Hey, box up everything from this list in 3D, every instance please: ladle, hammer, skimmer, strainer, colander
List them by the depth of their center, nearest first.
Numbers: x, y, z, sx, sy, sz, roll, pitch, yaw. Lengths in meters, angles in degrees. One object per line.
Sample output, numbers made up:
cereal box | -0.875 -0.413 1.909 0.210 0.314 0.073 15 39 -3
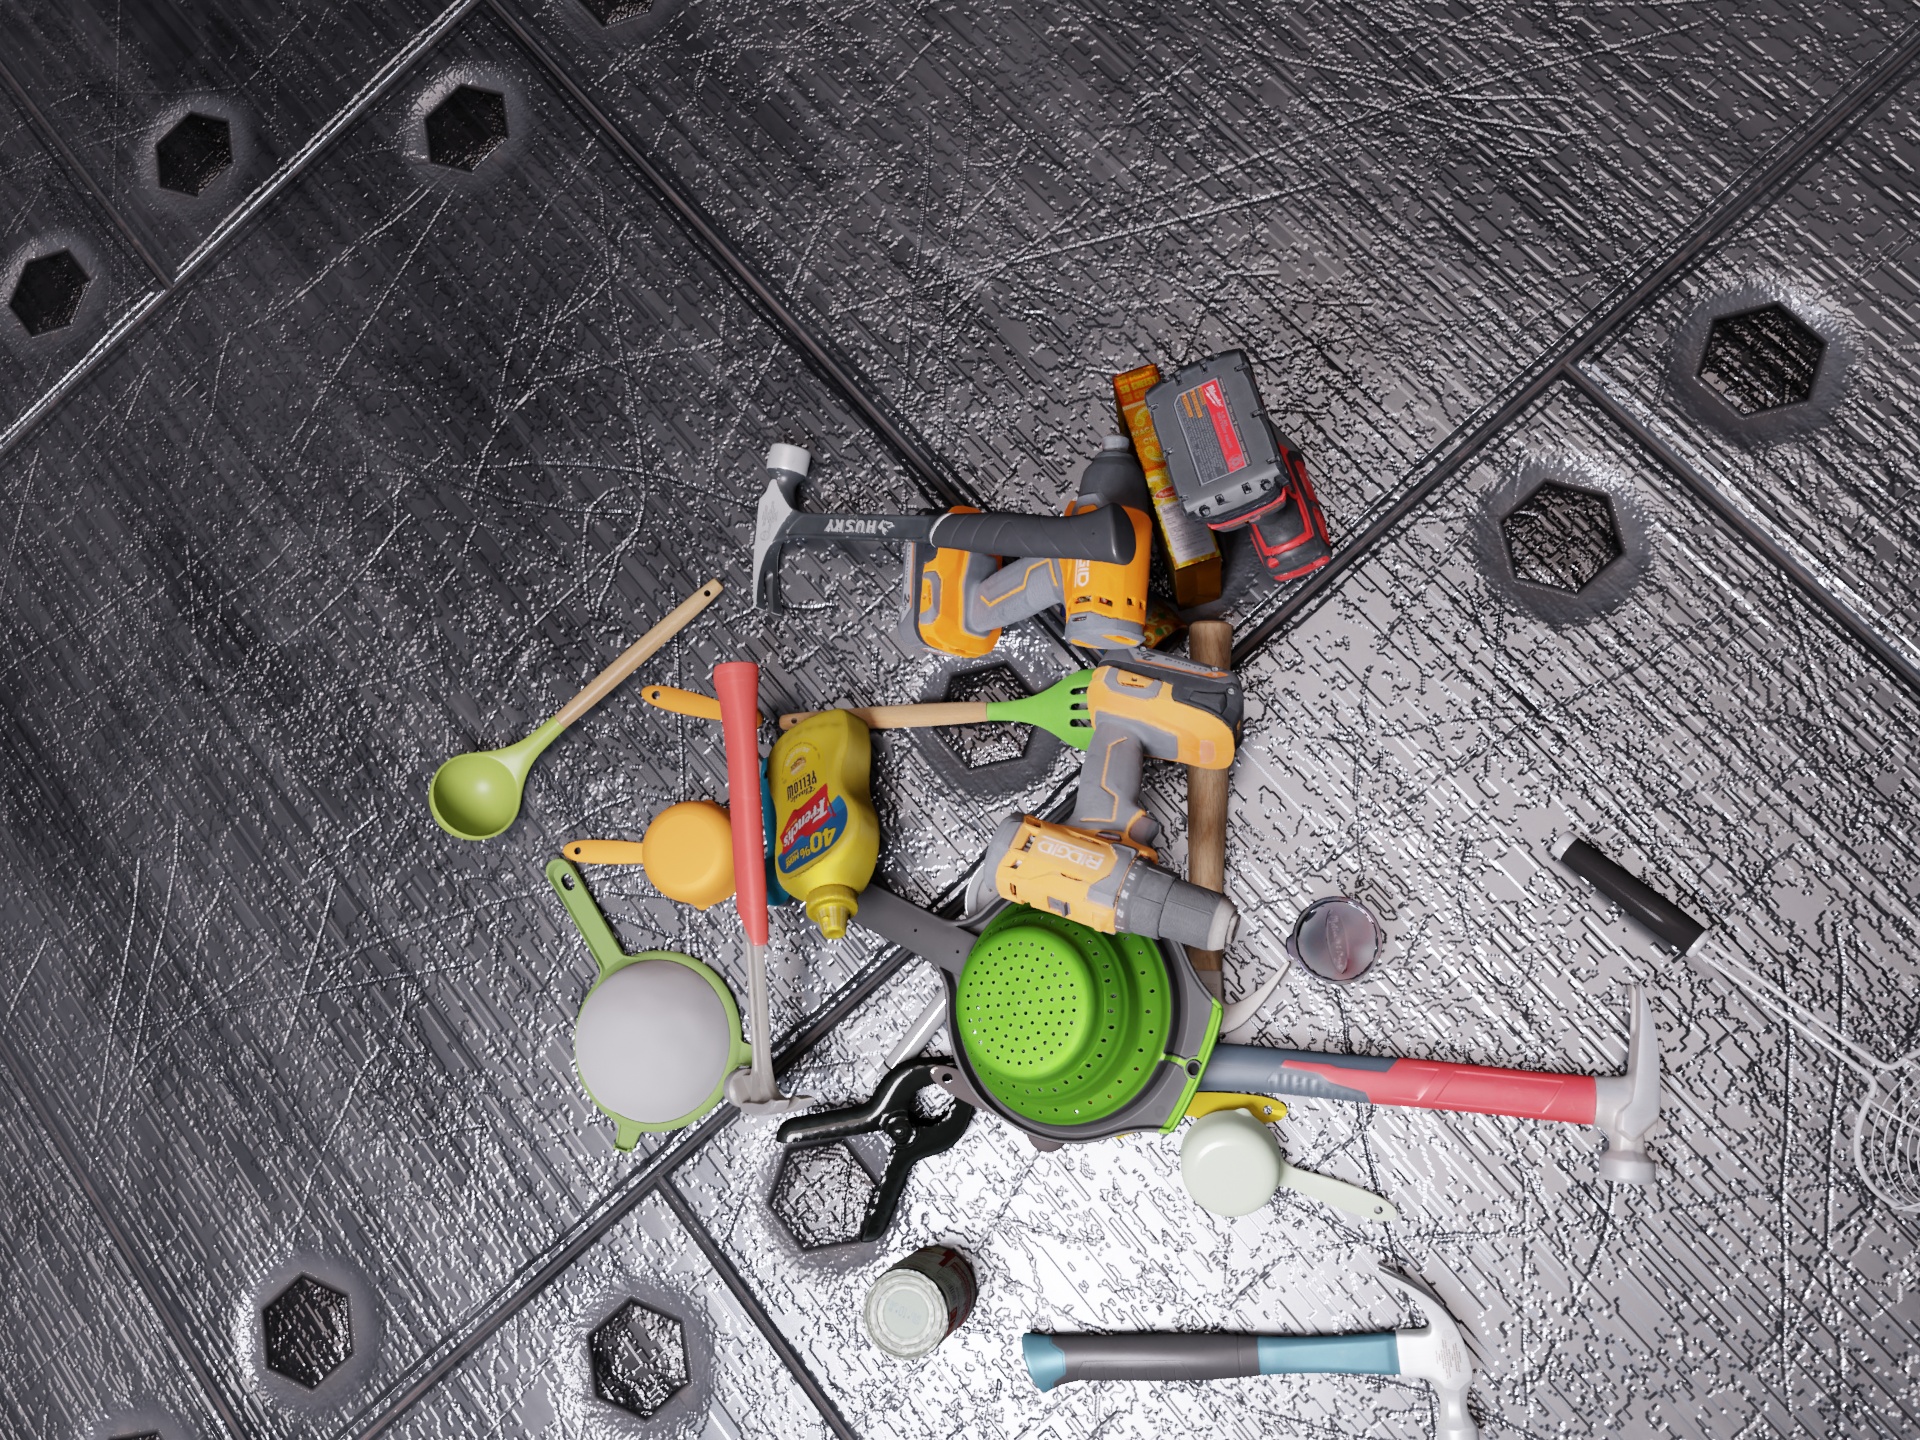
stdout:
skimmer | 0.590 0.206 1.157 0.364 0.090 0.127 41 94 26
hammer | 0.317 0.253 1.189 0.386 0.038 0.143 4 80 8
hammer | 0.210 0.478 1.192 0.331 0.033 0.128 -6 80 12
colander | -0.001 0.183 1.216 0.397 0.094 0.204 23 91 30
hammer | -0.164 0.129 1.263 0.036 0.149 0.359 0 79 -24
hammer | -0.029 -0.147 1.263 0.409 0.036 0.149 9 86 43
hammer | 0.199 0.084 1.265 0.130 0.031 0.331 1 80 13
strainer | 0.006 0.201 1.284 0.087 0.050 0.258 39 96 15
strainer | -0.290 0.223 1.331 0.151 0.069 0.256 -34 76 5
ladle | -0.331 -0.015 1.391 0.320 0.062 0.078 -41 101 0

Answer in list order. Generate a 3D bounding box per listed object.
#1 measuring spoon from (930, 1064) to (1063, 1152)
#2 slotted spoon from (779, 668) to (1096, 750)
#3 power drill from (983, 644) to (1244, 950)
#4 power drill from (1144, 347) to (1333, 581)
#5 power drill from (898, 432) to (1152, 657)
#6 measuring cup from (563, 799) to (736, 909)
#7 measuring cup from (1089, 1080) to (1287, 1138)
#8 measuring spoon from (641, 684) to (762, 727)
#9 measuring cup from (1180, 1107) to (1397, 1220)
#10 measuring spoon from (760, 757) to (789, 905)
measuring spoon | 0.031 0.304 1.248 0.124 0.018 0.034 29 90 -7
slotted spoon | -0.002 -0.004 1.329 0.314 0.031 0.070 -3 78 14
power drill | 0.143 0.061 1.178 0.185 0.084 0.226 17 56 21
power drill | 0.220 -0.195 1.214 0.078 0.219 0.143 -22 74 21
power drill | 0.056 -0.133 1.258 0.226 0.084 0.164 -4 78 45
measuring cup | -0.266 0.111 1.353 0.173 0.052 0.095 0 80 11
measuring cup | 0.175 0.298 1.241 0.156 0.029 0.062 5 84 2
measuring spoon | -0.227 -0.013 1.388 0.117 0.011 0.021 13 83 14
measuring cup | 0.247 0.351 1.197 0.167 0.038 0.083 17 102 9
measuring spoon | -0.165 0.093 1.345 0.042 0.021 0.129 -19 70 39
